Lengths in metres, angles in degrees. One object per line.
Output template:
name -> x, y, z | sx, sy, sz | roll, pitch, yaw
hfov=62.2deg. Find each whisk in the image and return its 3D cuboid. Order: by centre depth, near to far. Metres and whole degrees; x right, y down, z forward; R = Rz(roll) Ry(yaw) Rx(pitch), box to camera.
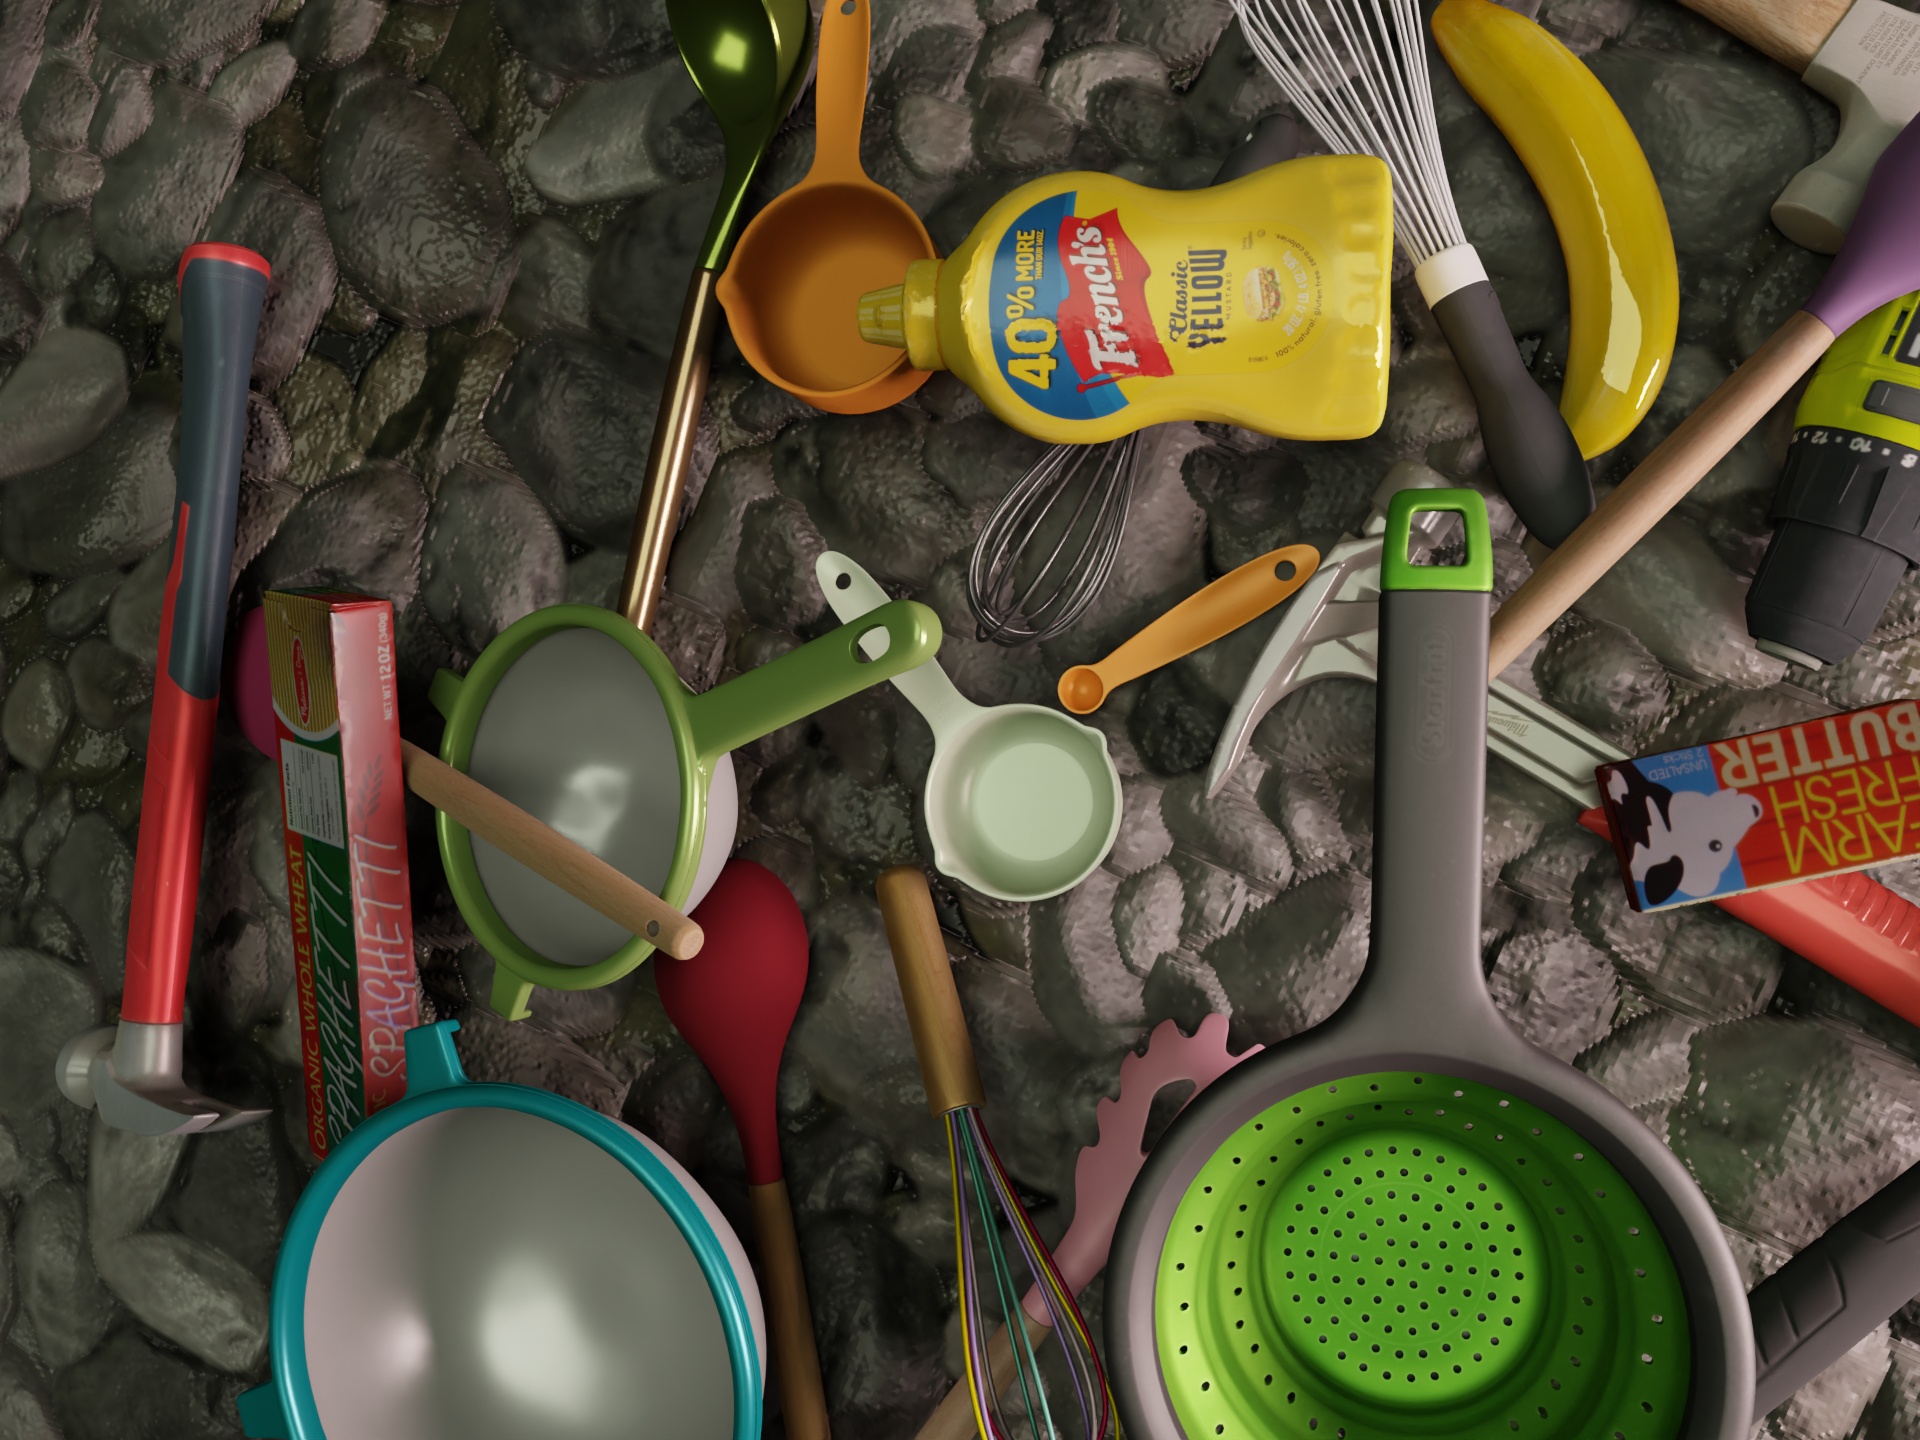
whisk -> 0.168, -0.192, 0.586 | 0.070, 0.070, 0.285 | -24, 83, 11
whisk -> 0.009, 0.168, 0.598 | 0.047, 0.051, 0.245 | -17, 65, 2
whisk -> 0.070, -0.133, 0.623 | 0.055, 0.055, 0.239 | 29, 90, 13

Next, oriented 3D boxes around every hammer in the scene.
hammer -> 0.326, 0.165, 0.524 | 0.146, 0.035, 0.334 | 43, 107, 9
hammer -> 0.271, 0.056, 0.570 | 0.359, 0.036, 0.149 | 33, 95, 13
hammer -> 0.228, -0.317, 0.602 | 0.331, 0.031, 0.130 | 37, 96, 12
hammer -> -0.328, -0.020, 0.689 | 0.143, 0.038, 0.386 | -2, 82, 42

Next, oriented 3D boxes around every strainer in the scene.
strainer -> -0.103, 0.269, 0.610 | 0.340, 0.095, 0.211 | 30, 100, 15
strainer -> -0.098, 0.012, 0.617 | 0.256, 0.069, 0.151 | -24, 75, 30

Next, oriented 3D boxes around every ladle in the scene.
ladle -> -0.076, 0.213, 0.648 | 0.069, 0.031, 0.315 | -11, 86, 14
ladle -> -0.121, -0.164, 0.663 | 0.078, 0.062, 0.320 | 17, 96, 50

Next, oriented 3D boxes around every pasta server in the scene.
pasta server -> 0.015, 0.248, 0.616 | 0.060, 0.040, 0.316 | 36, 95, 12

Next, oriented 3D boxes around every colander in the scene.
colander -> 0.160, 0.121, 0.561 | 0.204, 0.094, 0.397 | 2, 88, 13

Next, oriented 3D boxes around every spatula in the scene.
spatula -> 0.269, -0.111, 0.533 | 0.316, 0.018, 0.060 | -47, 68, 15

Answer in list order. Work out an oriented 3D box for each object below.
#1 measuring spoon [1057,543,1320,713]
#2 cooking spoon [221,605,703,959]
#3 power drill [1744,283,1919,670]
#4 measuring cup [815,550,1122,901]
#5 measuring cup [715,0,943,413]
measuring spoon -> 0.091, -0.037, 0.632 | 0.117, 0.011, 0.021 | -31, 81, 6
cooking spoon -> -0.215, 0.023, 0.643 | 0.319, 0.017, 0.069 | 25, 97, 33
power drill -> 0.393, -0.078, 0.515 | 0.229, 0.080, 0.190 | 26, 98, 26
measuring cup -> -0.001, -0.002, 0.636 | 0.083, 0.038, 0.168 | -41, 77, 8
measuring cup -> -0.044, -0.211, 0.650 | 0.095, 0.052, 0.174 | 2, 86, 13
